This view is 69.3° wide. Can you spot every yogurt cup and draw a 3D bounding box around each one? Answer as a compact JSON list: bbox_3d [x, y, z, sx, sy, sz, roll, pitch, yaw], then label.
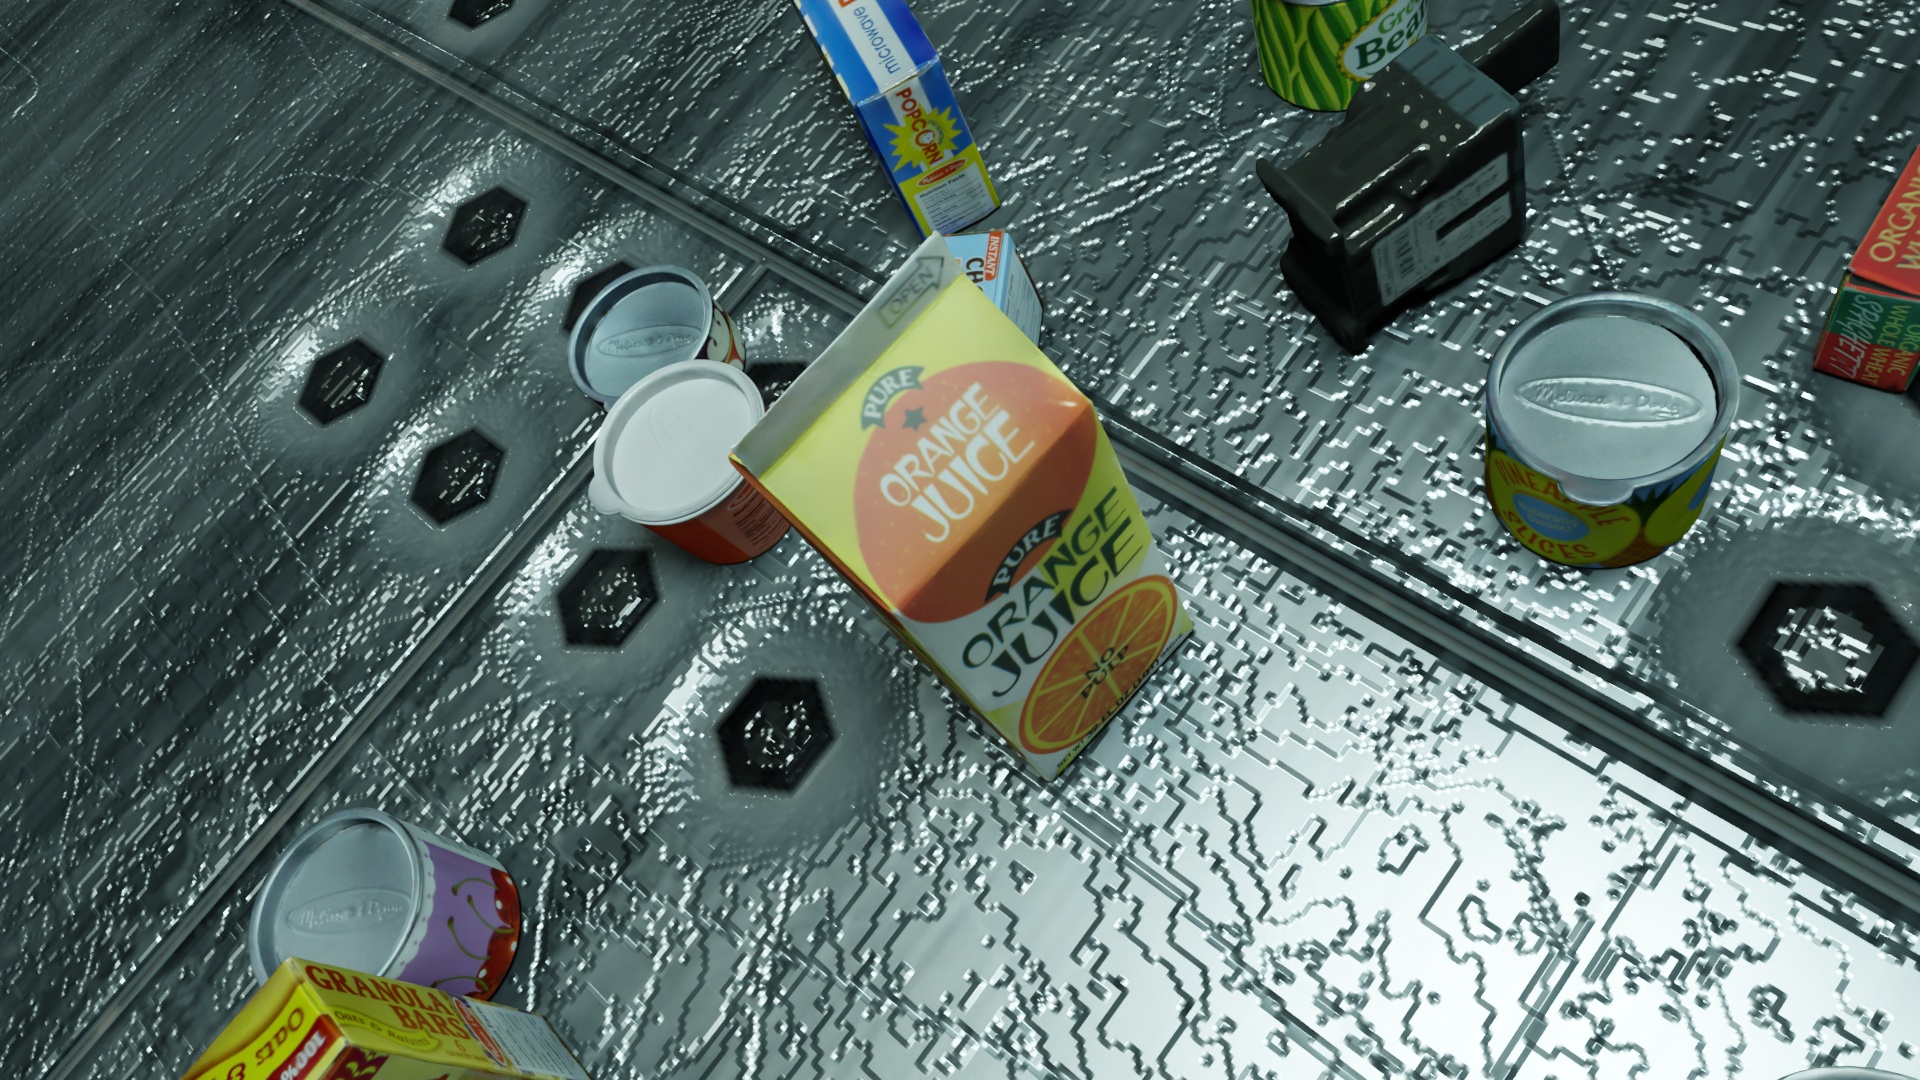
[{"bbox_3d":[-0.095,-0.026,0.522,0.072,0.053,0.072,-8,62,16],"label":"yogurt cup"}]

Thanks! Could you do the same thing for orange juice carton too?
[{"bbox_3d":[0.001,-0.005,0.395,0.072,0.192,0.073,-46,59,-6],"label":"orange juice carton"}]

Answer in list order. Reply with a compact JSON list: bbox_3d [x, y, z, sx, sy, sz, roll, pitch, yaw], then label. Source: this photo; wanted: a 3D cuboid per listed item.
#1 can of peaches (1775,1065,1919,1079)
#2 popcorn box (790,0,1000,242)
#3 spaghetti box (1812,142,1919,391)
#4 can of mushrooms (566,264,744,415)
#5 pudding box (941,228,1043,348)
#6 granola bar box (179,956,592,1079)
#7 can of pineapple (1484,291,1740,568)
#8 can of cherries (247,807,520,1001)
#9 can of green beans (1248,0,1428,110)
[{"bbox_3d":[0.206,0.157,0.317,0.071,0.058,0.071,-8,62,16],"label":"can of peaches"},{"bbox_3d":[-0.033,-0.194,0.568,0.038,0.085,0.127,-29,58,4],"label":"popcorn box"},{"bbox_3d":[0.339,-0.157,0.435,0.029,0.050,0.250,29,76,29],"label":"spaghetti box"},{"bbox_3d":[-0.125,-0.075,0.570,0.071,0.033,0.071,-8,62,16],"label":"can of mushrooms"},{"bbox_3d":[0.007,-0.066,0.508,0.030,0.049,0.084,-1,64,19],"label":"pudding box"},{"bbox_3d":[-0.199,0.207,0.398,0.039,0.124,0.166,34,79,30],"label":"granola bar box"},{"bbox_3d":[0.192,-0.031,0.419,0.071,0.057,0.071,-8,62,16],"label":"can of pineapple"},{"bbox_3d":[-0.195,0.133,0.473,0.071,0.058,0.072,-8,62,16],"label":"can of cherries"},{"bbox_3d":[0.143,-0.207,0.527,0.071,0.057,0.071,-8,62,16],"label":"can of green beans"}]
